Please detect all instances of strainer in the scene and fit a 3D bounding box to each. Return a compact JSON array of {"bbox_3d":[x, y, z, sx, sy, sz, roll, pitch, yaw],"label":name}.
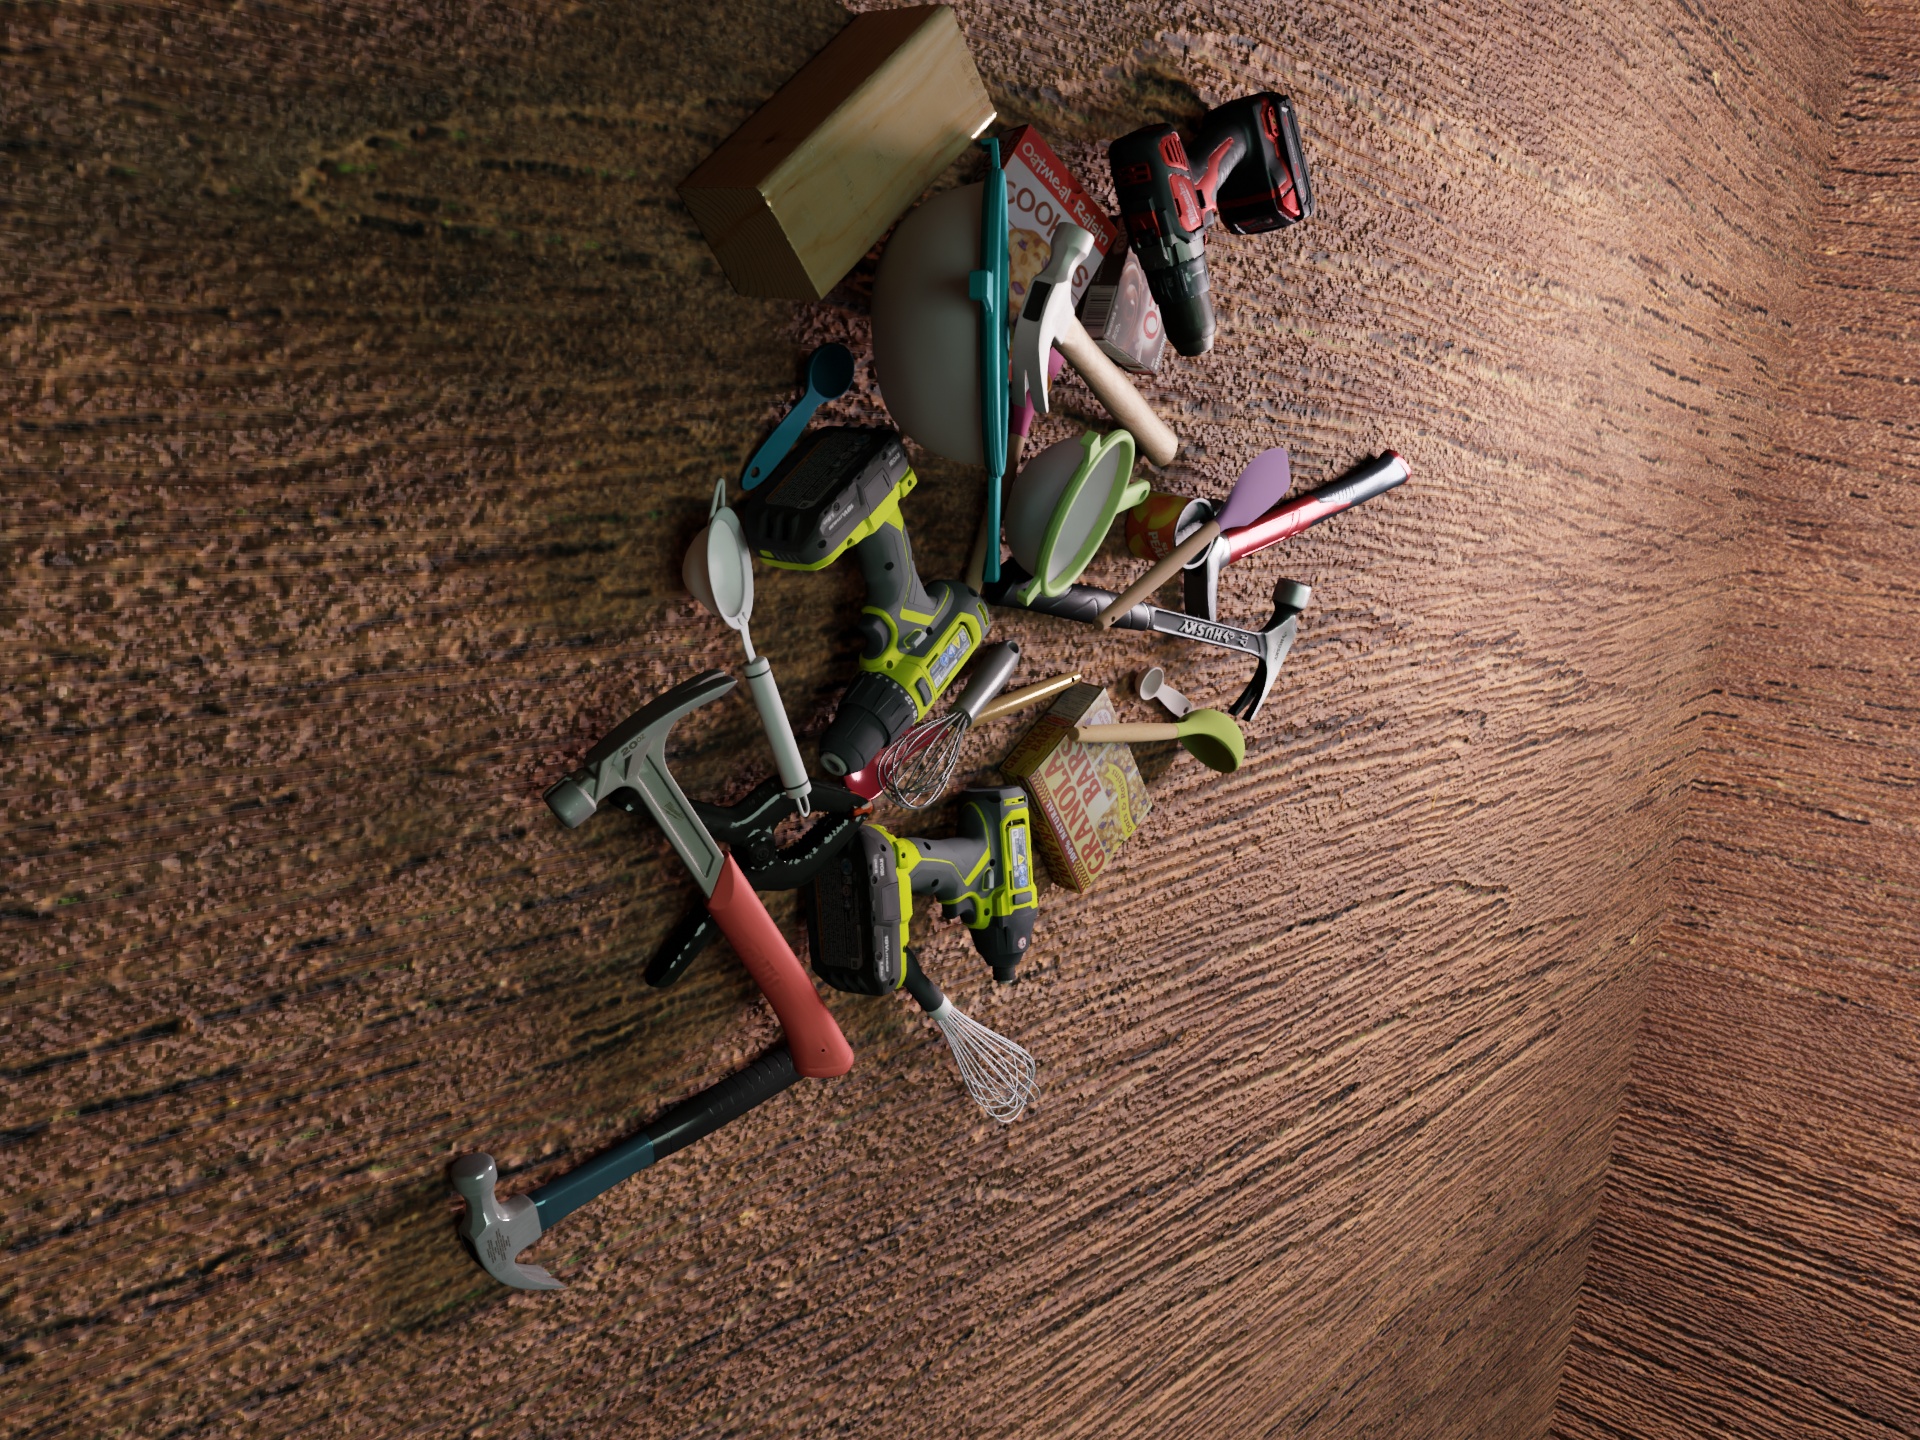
[{"bbox_3d":[-0.013,-0.233,1.161,0.340,0.095,0.211,89,4,-47],"label":"strainer"},{"bbox_3d":[-0.151,-0.045,1.137,0.087,0.050,0.258,-66,141,-65],"label":"strainer"},{"bbox_3d":[0.100,-0.195,1.369,0.256,0.069,0.151,-32,147,-64],"label":"strainer"}]

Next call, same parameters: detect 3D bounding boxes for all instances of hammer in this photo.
[{"bbox_3d":[0.121,-0.281,1.331,0.331,0.031,0.130,26,87,-63],"label":"hammer"},{"bbox_3d":[0.362,-0.204,1.679,0.386,0.038,0.143,-25,122,-40],"label":"hammer"},{"bbox_3d":[-0.228,0.318,1.214,0.331,0.033,0.128,-23,119,-41],"label":"hammer"},{"bbox_3d":[-0.155,0.134,1.164,0.149,0.037,0.358,-38,127,-17],"label":"hammer"},{"bbox_3d":[0.178,-0.091,1.486,0.408,0.036,0.149,8,103,-42],"label":"hammer"}]

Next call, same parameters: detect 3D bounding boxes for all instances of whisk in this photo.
[{"bbox_3d":[-0.006,0.275,1.430,0.070,0.070,0.284,-53,131,-21],"label":"whisk"},{"bbox_3d":[-0.003,-0.004,1.307,0.239,0.055,0.055,-52,139,-49],"label":"whisk"}]

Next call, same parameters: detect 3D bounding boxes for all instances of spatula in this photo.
[{"bbox_3d":[0.218,-0.167,1.456,0.316,0.018,0.059,-40,130,-34],"label":"spatula"}]

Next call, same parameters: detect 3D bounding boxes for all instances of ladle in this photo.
[{"bbox_3d":[0.182,0.021,1.499,0.320,0.078,0.062,-1,119,-56],"label":"ladle"},{"bbox_3d":[0.003,0.000,1.363,0.315,0.031,0.069,-21,114,-44],"label":"ladle"}]

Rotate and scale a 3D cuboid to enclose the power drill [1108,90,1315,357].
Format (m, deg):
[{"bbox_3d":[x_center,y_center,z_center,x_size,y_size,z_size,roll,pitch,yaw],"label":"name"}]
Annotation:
[{"bbox_3d":[0.219,-0.432,1.368,0.227,0.080,0.187,-39,119,-42],"label":"power drill"}]

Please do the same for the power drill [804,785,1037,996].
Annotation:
[{"bbox_3d":[-0.022,0.151,1.332,0.223,0.080,0.171,-7,94,-48],"label":"power drill"}]

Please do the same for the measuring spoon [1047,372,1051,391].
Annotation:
[{"bbox_3d":[0.046,-0.320,1.299,0.021,0.011,0.116,-37,116,-26],"label":"measuring spoon"}]

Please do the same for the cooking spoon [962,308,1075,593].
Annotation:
[{"bbox_3d":[0.041,-0.214,1.334,0.068,0.017,0.319,18,89,-49],"label":"cooking spoon"}]

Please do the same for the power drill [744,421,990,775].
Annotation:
[{"bbox_3d":[-0.073,-0.088,1.200,0.191,0.080,0.228,-53,137,-31],"label":"power drill"}]

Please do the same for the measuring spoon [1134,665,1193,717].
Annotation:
[{"bbox_3d":[0.203,-0.026,1.587,0.034,0.018,0.124,-59,145,0],"label":"measuring spoon"}]

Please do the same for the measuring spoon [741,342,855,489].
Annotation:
[{"bbox_3d":[-0.124,-0.222,1.156,0.128,0.021,0.042,-54,140,-7],"label":"measuring spoon"}]
